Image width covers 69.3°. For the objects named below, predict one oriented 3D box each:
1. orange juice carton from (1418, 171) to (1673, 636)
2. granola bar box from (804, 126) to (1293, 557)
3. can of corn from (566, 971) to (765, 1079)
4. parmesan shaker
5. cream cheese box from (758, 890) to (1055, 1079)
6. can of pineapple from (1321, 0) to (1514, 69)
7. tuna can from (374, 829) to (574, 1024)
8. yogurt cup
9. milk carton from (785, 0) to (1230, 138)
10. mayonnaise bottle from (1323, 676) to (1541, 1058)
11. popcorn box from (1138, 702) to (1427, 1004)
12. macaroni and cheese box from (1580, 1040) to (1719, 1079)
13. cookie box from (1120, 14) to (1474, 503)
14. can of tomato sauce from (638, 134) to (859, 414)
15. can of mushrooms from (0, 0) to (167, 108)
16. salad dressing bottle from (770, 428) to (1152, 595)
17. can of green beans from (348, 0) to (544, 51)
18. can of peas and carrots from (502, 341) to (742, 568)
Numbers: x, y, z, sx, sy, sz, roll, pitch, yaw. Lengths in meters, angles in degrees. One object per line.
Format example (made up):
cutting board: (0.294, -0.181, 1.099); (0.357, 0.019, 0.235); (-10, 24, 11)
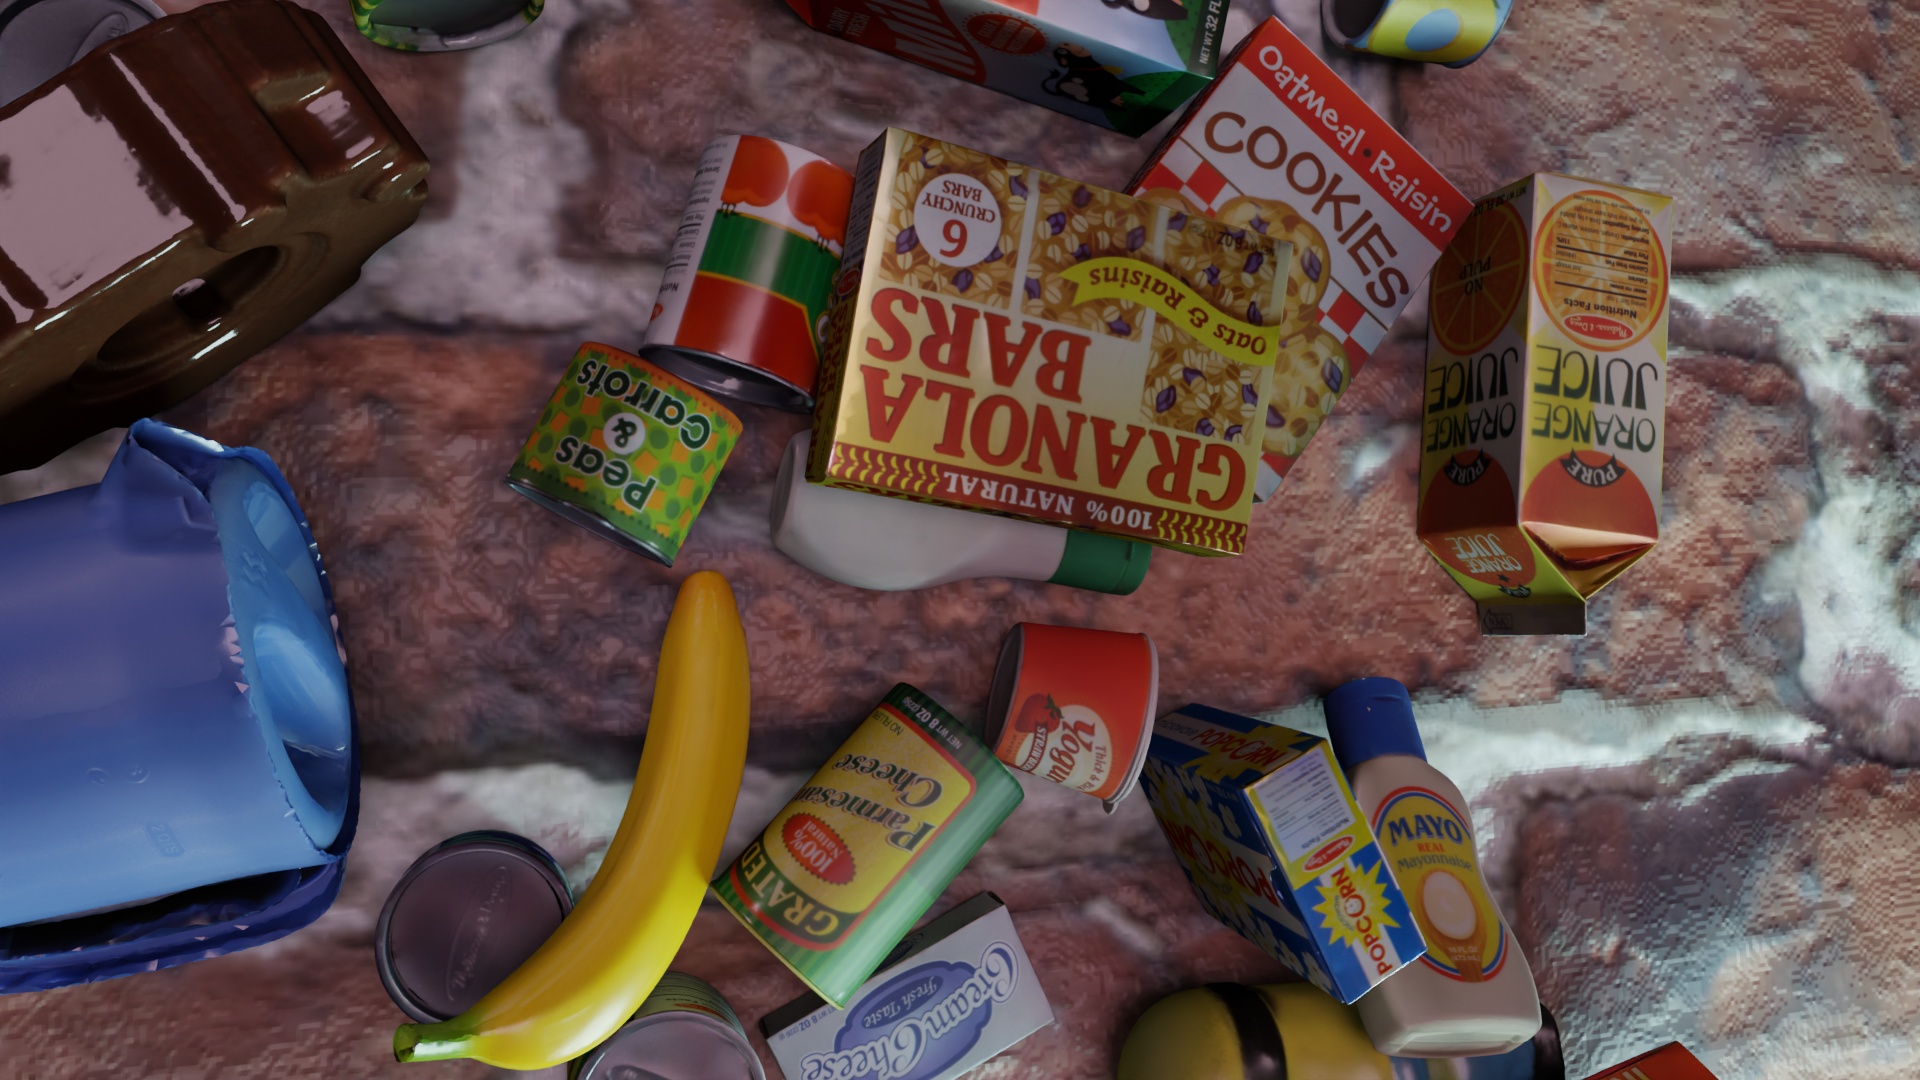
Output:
orange juice carton: (0.253, -0.054, 0.606); (0.073, 0.071, 0.192); (6, 85, -16)
granola bar box: (0.034, -0.067, 0.512); (0.166, 0.039, 0.124); (10, 87, -21)
can of corn: (-0.107, 0.195, 0.494); (0.071, 0.058, 0.071); (1, 87, -16)
parmesan shaker: (-0.035, 0.110, 0.518); (0.071, 0.071, 0.103); (45, 76, -9)
cream cheese box: (-0.019, 0.185, 0.538); (0.104, 0.024, 0.053); (-26, 95, -16)
can of pineapple: (0.200, -0.245, 0.604); (0.058, 0.071, 0.071); (3, 86, -16)
tuna can: (-0.168, 0.138, 0.493); (0.071, 0.033, 0.071); (1, 87, -16)
yogurt cup: (0.042, 0.064, 0.543); (0.054, 0.072, 0.072); (13, 83, -7)
milk carton: (0.006, -0.230, 0.545); (0.191, 0.073, 0.072); (15, 83, -15)
mayonnaise bottle: (0.178, 0.126, 0.553); (0.065, 0.041, 0.149); (3, 52, -10)
popcorn box: (0.113, 0.112, 0.527); (0.038, 0.126, 0.085); (-27, 94, -11)
macaroni and cheese box: (0.239, 0.289, 0.558); (0.124, 0.040, 0.165); (-16, 122, -17)
cookie box: (0.123, -0.117, 0.590); (0.123, 0.040, 0.168); (39, 78, -11)
can of tomato sauce: (-0.074, -0.097, 0.518); (0.071, 0.071, 0.083); (17, 82, -15)
can of mushrooms: (-0.292, -0.153, 0.475); (0.071, 0.033, 0.071); (1, 86, -16)
salad dressing bottle: (0.002, -0.007, 0.546); (0.148, 0.044, 0.064); (10, 82, -17)
can of green beans: (-0.187, -0.213, 0.492); (0.071, 0.071, 0.058); (-14, 92, -16)
can of peas and carrots: (-0.120, -0.031, 0.498); (0.071, 0.071, 0.059); (28, 79, -13)
